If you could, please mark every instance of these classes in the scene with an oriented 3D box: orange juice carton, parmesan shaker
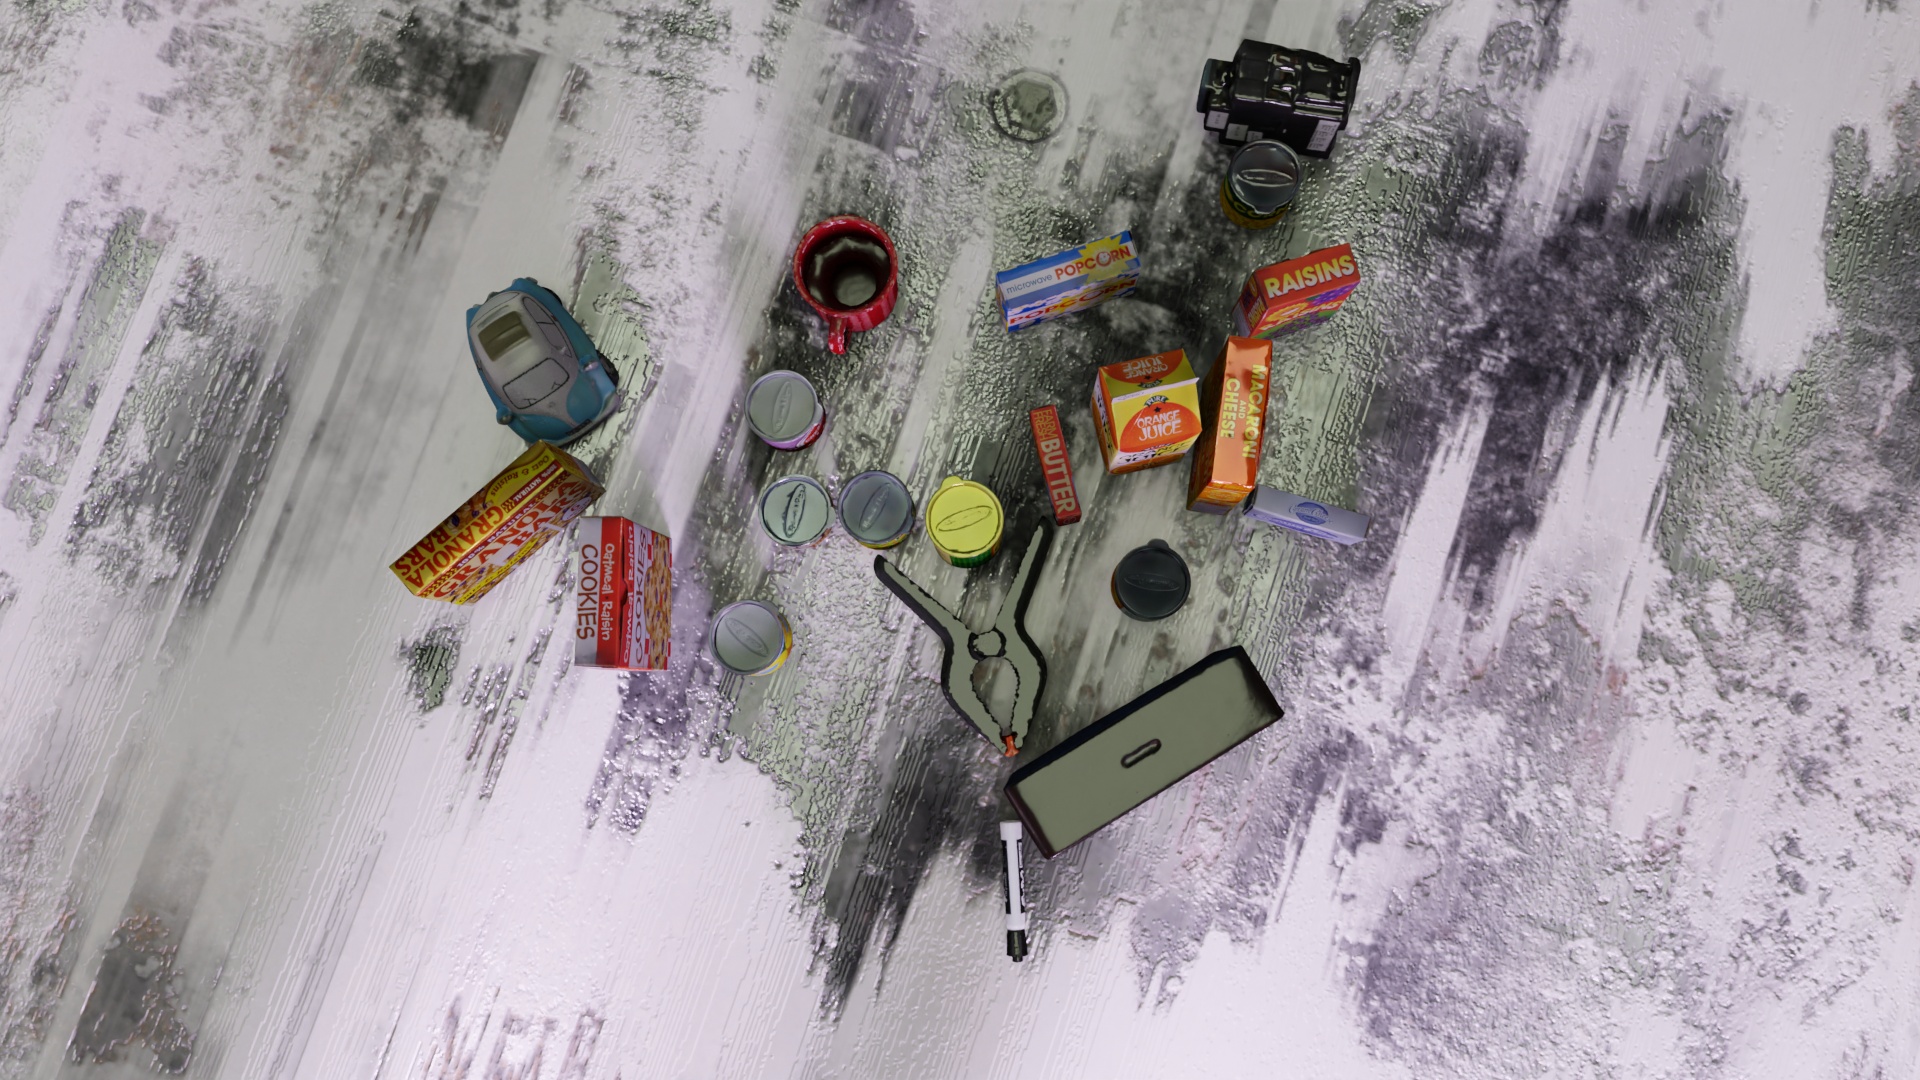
[{"bbox_3d":[0.157,-0.109,1.180,0.072,0.192,0.073,-12,83,1],"label":"orange juice carton"},{"bbox_3d":[0.004,-0.015,1.218,0.071,0.103,0.071,0,83,2],"label":"parmesan shaker"}]

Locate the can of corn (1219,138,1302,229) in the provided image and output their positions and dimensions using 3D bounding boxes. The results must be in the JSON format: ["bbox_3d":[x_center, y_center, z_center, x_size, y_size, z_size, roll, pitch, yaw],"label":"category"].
[{"bbox_3d":[0.274,-0.322,1.270,0.071,0.058,0.071,0,83,2],"label":"can of corn"}]

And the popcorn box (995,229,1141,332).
[{"bbox_3d":[0.095,-0.232,1.251,0.127,0.085,0.038,-18,83,0],"label":"popcorn box"}]

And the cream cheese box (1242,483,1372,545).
[{"bbox_3d":[0.306,-0.022,1.234,0.104,0.053,0.024,16,84,4],"label":"cream cheese box"}]

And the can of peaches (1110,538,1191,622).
[{"bbox_3d":[0.168,0.036,1.229,0.071,0.058,0.071,0,83,2],"label":"can of peaches"}]

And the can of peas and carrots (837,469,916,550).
[{"bbox_3d":[-0.072,-0.025,1.244,0.071,0.058,0.071,0,83,2],"label":"can of peas and carrots"}]

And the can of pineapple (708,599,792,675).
[{"bbox_3d":[-0.184,0.086,1.235,0.071,0.058,0.071,0,83,2],"label":"can of pineapple"}]

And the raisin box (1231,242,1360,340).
[{"bbox_3d":[0.293,-0.215,1.223,0.086,0.123,0.040,-17,83,0],"label":"raisin box"}]

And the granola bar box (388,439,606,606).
[{"bbox_3d":[-0.401,-0.012,1.221,0.165,0.124,0.039,-41,84,-3],"label":"granola bar box"}]

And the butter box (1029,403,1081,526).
[{"bbox_3d":[0.085,-0.067,1.247,0.024,0.053,0.103,-14,83,1],"label":"butter box"}]

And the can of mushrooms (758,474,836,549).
[{"bbox_3d":[-0.146,-0.025,1.260,0.071,0.033,0.071,0,83,2],"label":"can of mushrooms"}]

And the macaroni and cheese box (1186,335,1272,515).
[{"bbox_3d":[0.229,-0.095,1.189,0.040,0.166,0.124,8,84,3],"label":"macaroni and cheese box"}]

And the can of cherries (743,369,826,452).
[{"bbox_3d":[-0.156,-0.115,1.259,0.071,0.058,0.071,0,83,2],"label":"can of cherries"}]

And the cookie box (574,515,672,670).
[{"bbox_3d":[-0.284,0.049,1.188,0.040,0.167,0.123,-1,83,2],"label":"cookie box"}]
